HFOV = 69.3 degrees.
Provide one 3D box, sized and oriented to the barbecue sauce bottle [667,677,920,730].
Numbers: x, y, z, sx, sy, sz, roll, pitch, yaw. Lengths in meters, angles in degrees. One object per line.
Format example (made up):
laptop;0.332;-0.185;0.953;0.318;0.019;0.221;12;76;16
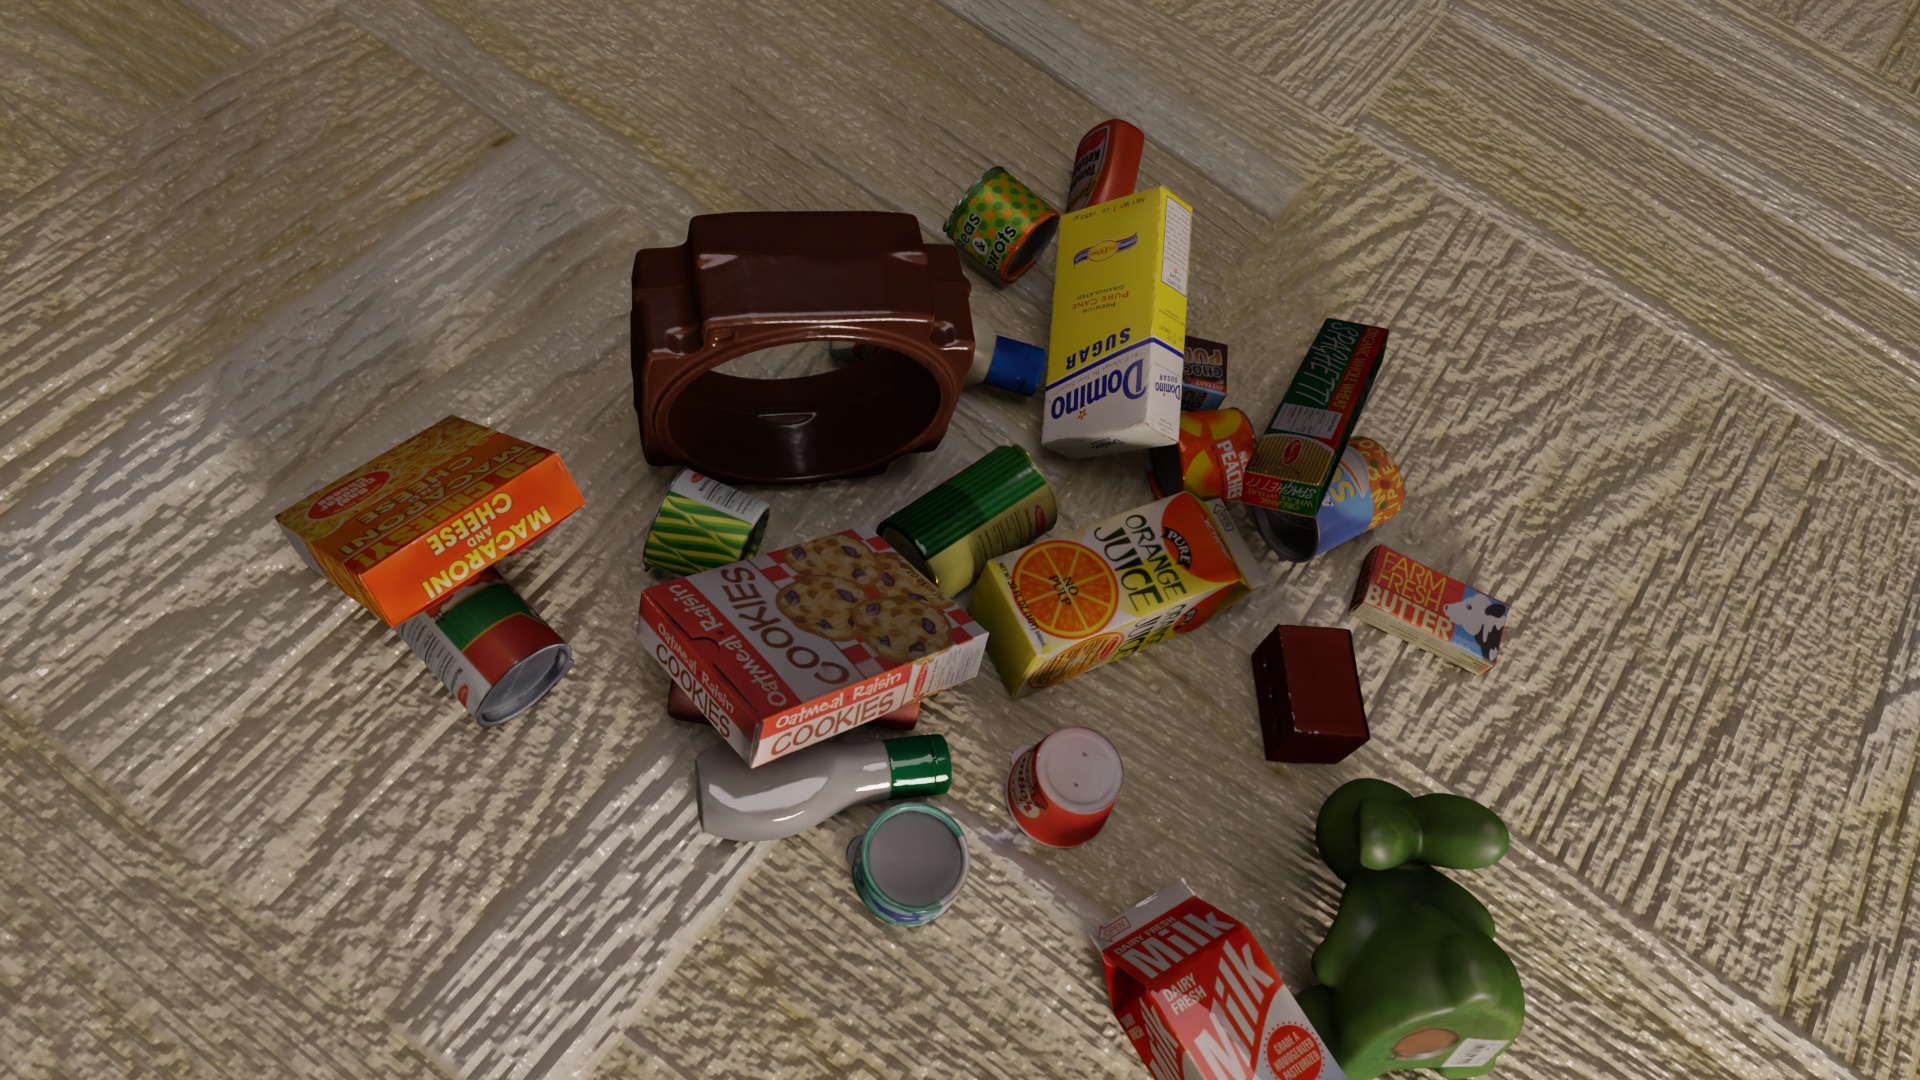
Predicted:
barbecue sauce bottle;-0.099;0.088;0.844;0.149;0.043;0.065;9;49;-8

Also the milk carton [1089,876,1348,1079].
milk carton;0.151;0.286;0.772;0.072;0.073;0.191;-24;69;-23

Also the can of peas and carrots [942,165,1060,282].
can of peas and carrots;0.031;-0.235;1.038;0.059;0.070;0.071;41;61;10

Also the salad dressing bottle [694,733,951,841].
salad dressing bottle;-0.080;0.140;0.820;0.148;0.043;0.064;-4;52;-16

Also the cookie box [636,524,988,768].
cookie box;-0.086;0.055;0.817;0.168;0.040;0.123;-17;45;-40

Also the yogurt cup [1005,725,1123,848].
yogurt cup;0.066;0.147;0.842;0.072;0.053;0.073;6;61;-10

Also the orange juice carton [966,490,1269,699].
orange juice carton;0.108;0.029;0.906;0.193;0.072;0.072;-19;67;-22

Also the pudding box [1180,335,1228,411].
pudding box;0.153;-0.127;1.027;0.084;0.030;0.050;12;61;-5

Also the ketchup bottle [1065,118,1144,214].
ketchup bottle;0.104;-0.248;1.067;0.043;0.064;0.149;22;66;-22

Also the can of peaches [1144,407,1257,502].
can of peaches;0.168;-0.057;0.969;0.058;0.071;0.071;-6;63;-15

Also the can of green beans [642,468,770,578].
can of green beans;-0.158;-0.004;0.869;0.058;0.071;0.071;23;59;0

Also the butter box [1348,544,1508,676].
butter box;0.328;0.048;0.972;0.103;0.024;0.053;26;60;2

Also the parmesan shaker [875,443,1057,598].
parmesan shaker;0.003;-0.011;0.906;0.103;0.071;0.071;-33;73;-26

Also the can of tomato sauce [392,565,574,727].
can of tomato sauce;-0.278;0.056;0.810;0.083;0.071;0.071;43;62;13

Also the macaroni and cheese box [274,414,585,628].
macaroni and cheese box;-0.308;-0.017;0.801;0.124;0.040;0.166;-38;33;-27

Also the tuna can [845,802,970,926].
tuna can;-0.031;0.187;0.810;0.071;0.032;0.071;6;61;-10

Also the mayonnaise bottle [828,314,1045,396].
mayonnaise bottle;-0.015;-0.137;0.979;0.148;0.064;0.041;14;58;-9

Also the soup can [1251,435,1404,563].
soup can;0.258;-0.032;0.974;0.084;0.071;0.071;-24;69;-24

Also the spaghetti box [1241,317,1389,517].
spaghetti box;0.255;-0.093;0.979;0.050;0.028;0.251;14;37;20
